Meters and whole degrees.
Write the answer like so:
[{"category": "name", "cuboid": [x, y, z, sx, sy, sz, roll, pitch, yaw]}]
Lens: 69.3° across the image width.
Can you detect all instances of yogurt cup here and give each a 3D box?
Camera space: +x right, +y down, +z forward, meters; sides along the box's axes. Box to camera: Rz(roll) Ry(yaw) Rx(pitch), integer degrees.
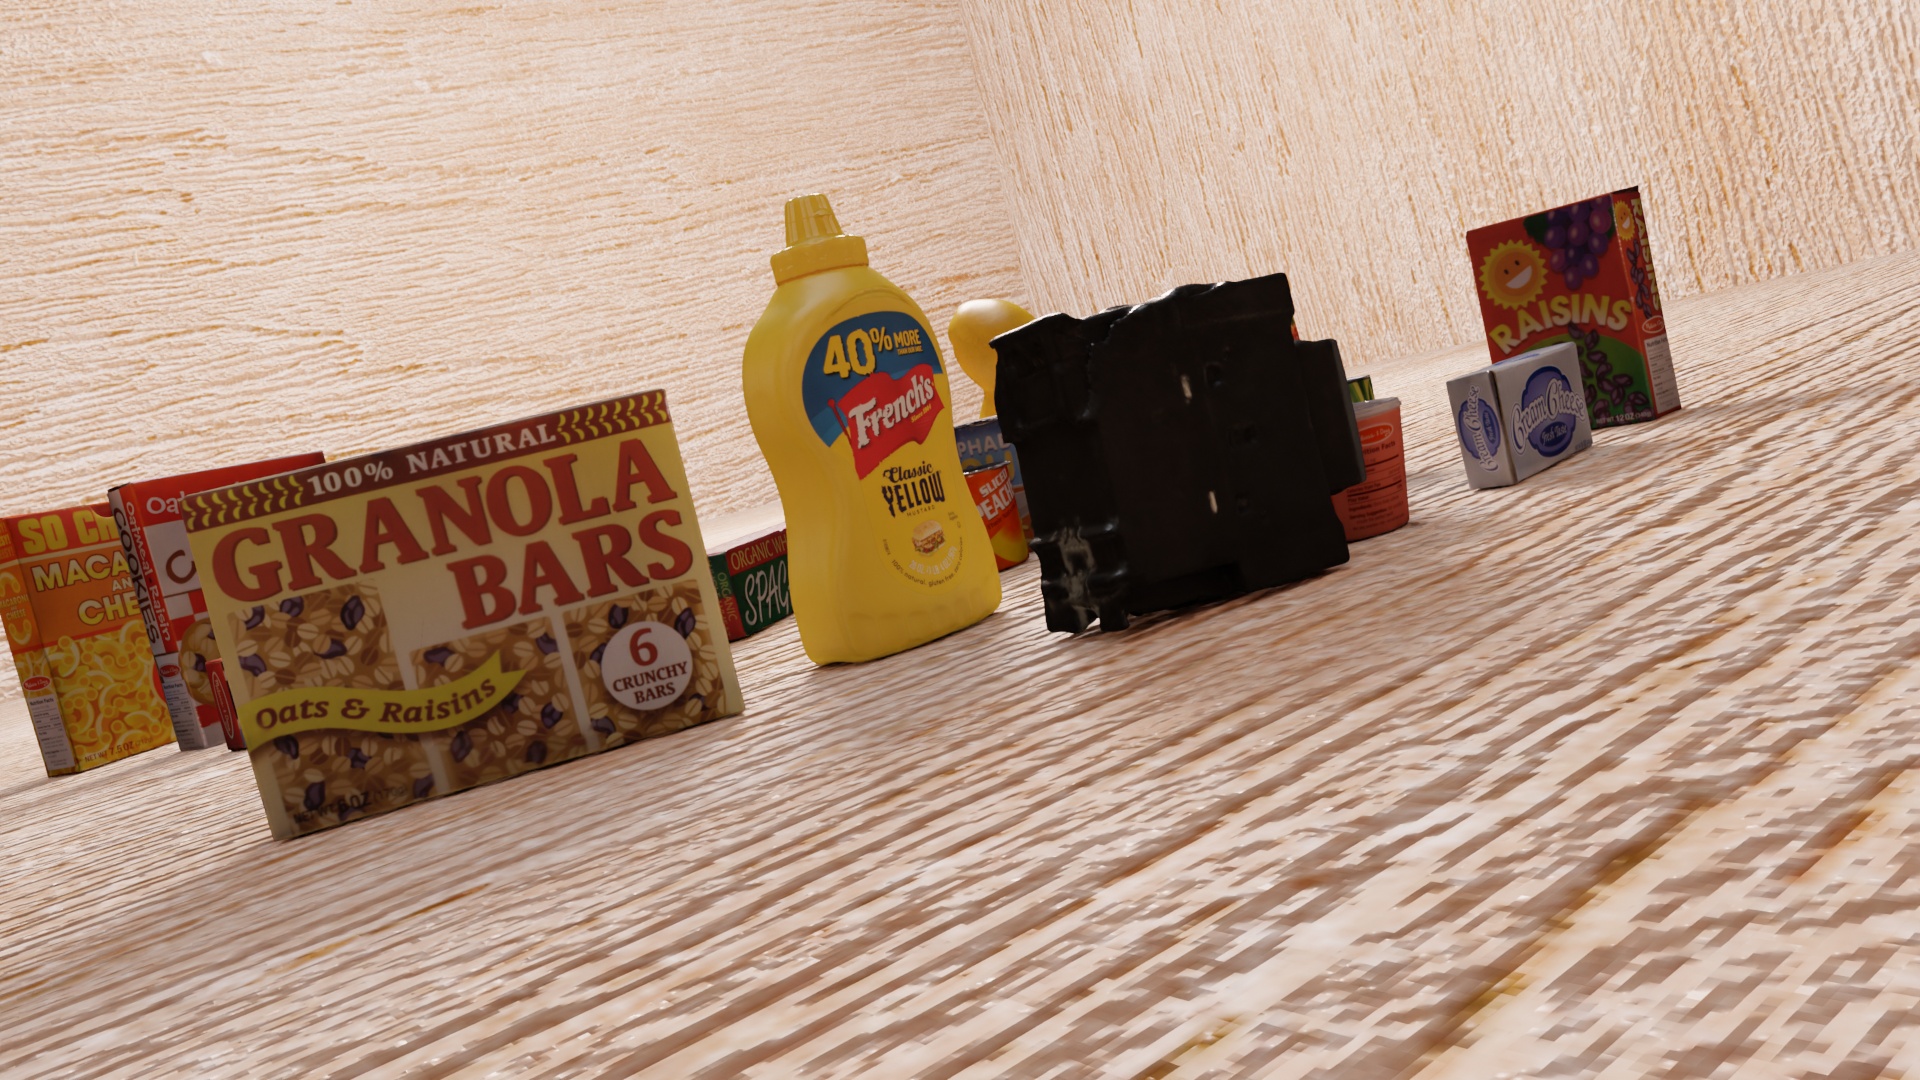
[{"category": "yogurt cup", "cuboid": [0.158, -0.028, 0.591, 0.072, 0.054, 0.072, -13, 5, 1]}]

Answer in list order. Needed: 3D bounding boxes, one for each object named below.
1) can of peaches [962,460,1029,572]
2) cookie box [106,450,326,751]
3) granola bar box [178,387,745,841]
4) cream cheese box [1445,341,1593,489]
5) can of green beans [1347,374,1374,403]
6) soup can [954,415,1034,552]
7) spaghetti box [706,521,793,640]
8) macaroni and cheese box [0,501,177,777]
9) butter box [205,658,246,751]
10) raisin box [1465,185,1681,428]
[{"category": "can of peaches", "cuboid": [0.003, -0.010, 0.782, 0.071, 0.058, 0.071, -13, 5, 1]}, {"category": "cookie box", "cuboid": [-0.452, 0.034, 0.886, 0.040, 0.167, 0.123, -10, 6, 37]}, {"category": "granola bar box", "cuboid": [-0.175, 0.023, 0.505, 0.166, 0.124, 0.039, -15, 4, -13]}, {"category": "cream cheese box", "cuboid": [0.267, -0.060, 0.657, 0.024, 0.053, 0.104, -9, 6, 45]}, {"category": "can of green beans", "cuboid": [0.202, -0.058, 0.780, 0.071, 0.057, 0.071, -13, 5, 1]}, {"category": "soup can", "cuboid": [0.027, -0.034, 0.844, 0.071, 0.083, 0.071, -14, 5, 1]}, {"category": "spaghetti box", "cuboid": [-0.102, 0.014, 0.847, 0.028, 0.050, 0.251, -12, 5, 15]}, {"category": "macaroni and cheese box", "cuboid": [-0.556, 0.057, 0.921, 0.040, 0.166, 0.124, -11, 5, 28]}, {"category": "butter box", "cuboid": [-0.384, 0.083, 0.820, 0.024, 0.053, 0.104, -10, 6, 38]}, {"category": "raisin box", "cuboid": [0.338, -0.123, 0.768, 0.040, 0.123, 0.086, -17, 6, -40]}]
